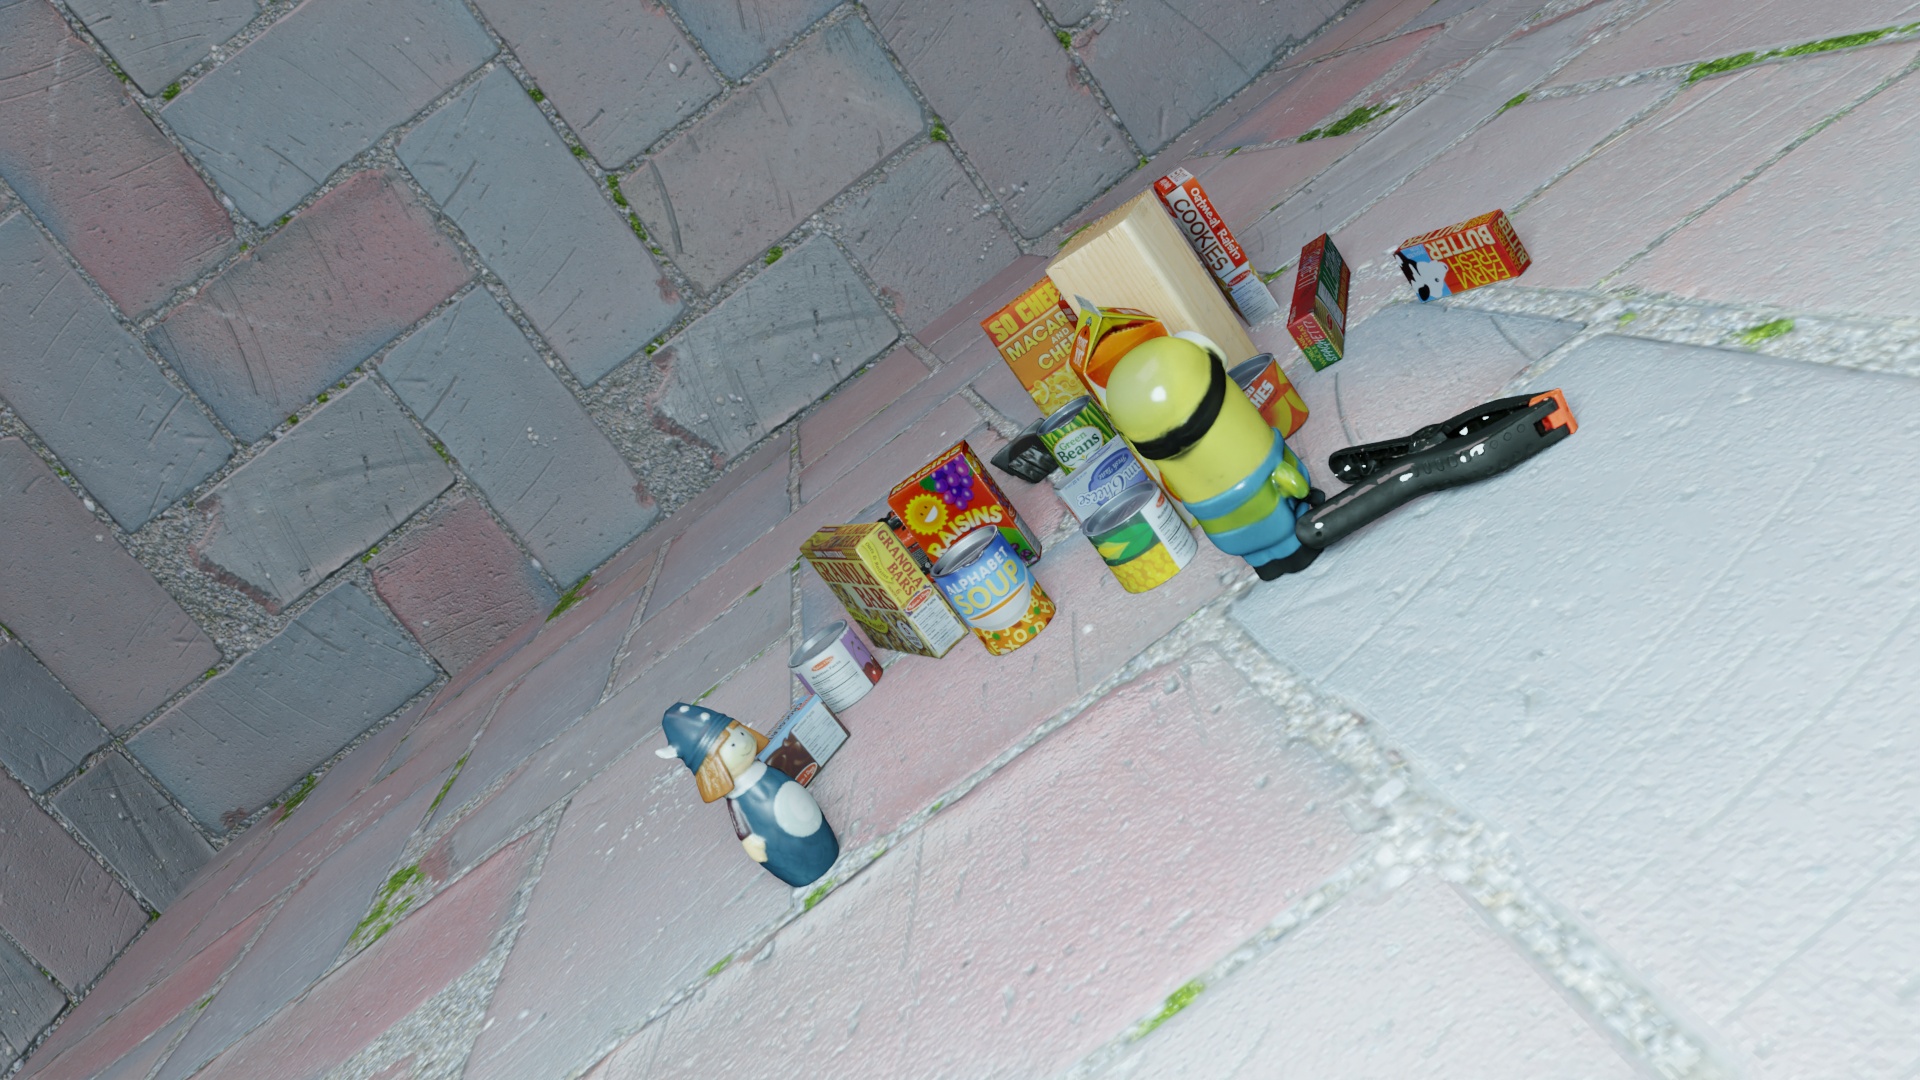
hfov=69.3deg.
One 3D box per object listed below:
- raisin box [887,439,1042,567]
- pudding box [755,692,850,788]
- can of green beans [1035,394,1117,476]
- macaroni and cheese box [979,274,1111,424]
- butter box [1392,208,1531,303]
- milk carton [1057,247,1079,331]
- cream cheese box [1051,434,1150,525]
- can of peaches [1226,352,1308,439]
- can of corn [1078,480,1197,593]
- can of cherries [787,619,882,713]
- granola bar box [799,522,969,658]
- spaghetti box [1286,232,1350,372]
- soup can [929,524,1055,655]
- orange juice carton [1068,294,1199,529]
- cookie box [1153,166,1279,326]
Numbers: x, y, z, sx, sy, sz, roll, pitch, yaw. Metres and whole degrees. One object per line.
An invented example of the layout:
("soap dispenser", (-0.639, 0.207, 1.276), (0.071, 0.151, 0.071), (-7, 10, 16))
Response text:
("raisin box", (0.004, -0.016, 1.251), (0.086, 0.123, 0.040), (-33, 15, 17))
("pudding box", (-0.135, 0.171, 1.141), (0.030, 0.049, 0.084), (-21, 21, 48))
("can of green beans", (0.119, -0.103, 1.392), (0.071, 0.057, 0.071), (-34, 14, 10))
("macaroni and cheese box", (0.118, -0.197, 1.469), (0.123, 0.166, 0.040), (-36, 14, 5))
("butter box", (0.405, -0.229, 1.125), (0.024, 0.053, 0.103), (-43, 15, -23))
("milk carton", (0.163, -0.209, 1.353), (0.073, 0.190, 0.072), (-39, 14, -9))
("cream cheese box", (0.136, -0.056, 1.211), (0.104, 0.053, 0.024), (-39, 14, -10))
("can of peaches", (0.240, -0.109, 1.126), (0.071, 0.058, 0.071), (-34, 14, 10))
("can of corn", (0.133, -0.001, 1.038), (0.071, 0.058, 0.071), (-34, 14, 10))
("can of cherries", (-0.112, 0.113, 1.251), (0.071, 0.058, 0.072), (-34, 14, 10))
("granola bar box", (-0.071, 0.042, 1.245), (0.039, 0.124, 0.165), (-42, 15, -18))
("spaghetti box", (0.334, -0.225, 1.286), (0.028, 0.050, 0.251), (-29, 16, 28))
("soup can", (0.027, 0.041, 1.103), (0.071, 0.083, 0.071), (-34, 14, 10))
("orange juice carton", (0.147, -0.110, 1.074), (0.073, 0.192, 0.072), (-36, 14, 5))
("cookie box", (0.270, -0.316, 1.485), (0.040, 0.167, 0.123), (-34, 14, 13))
